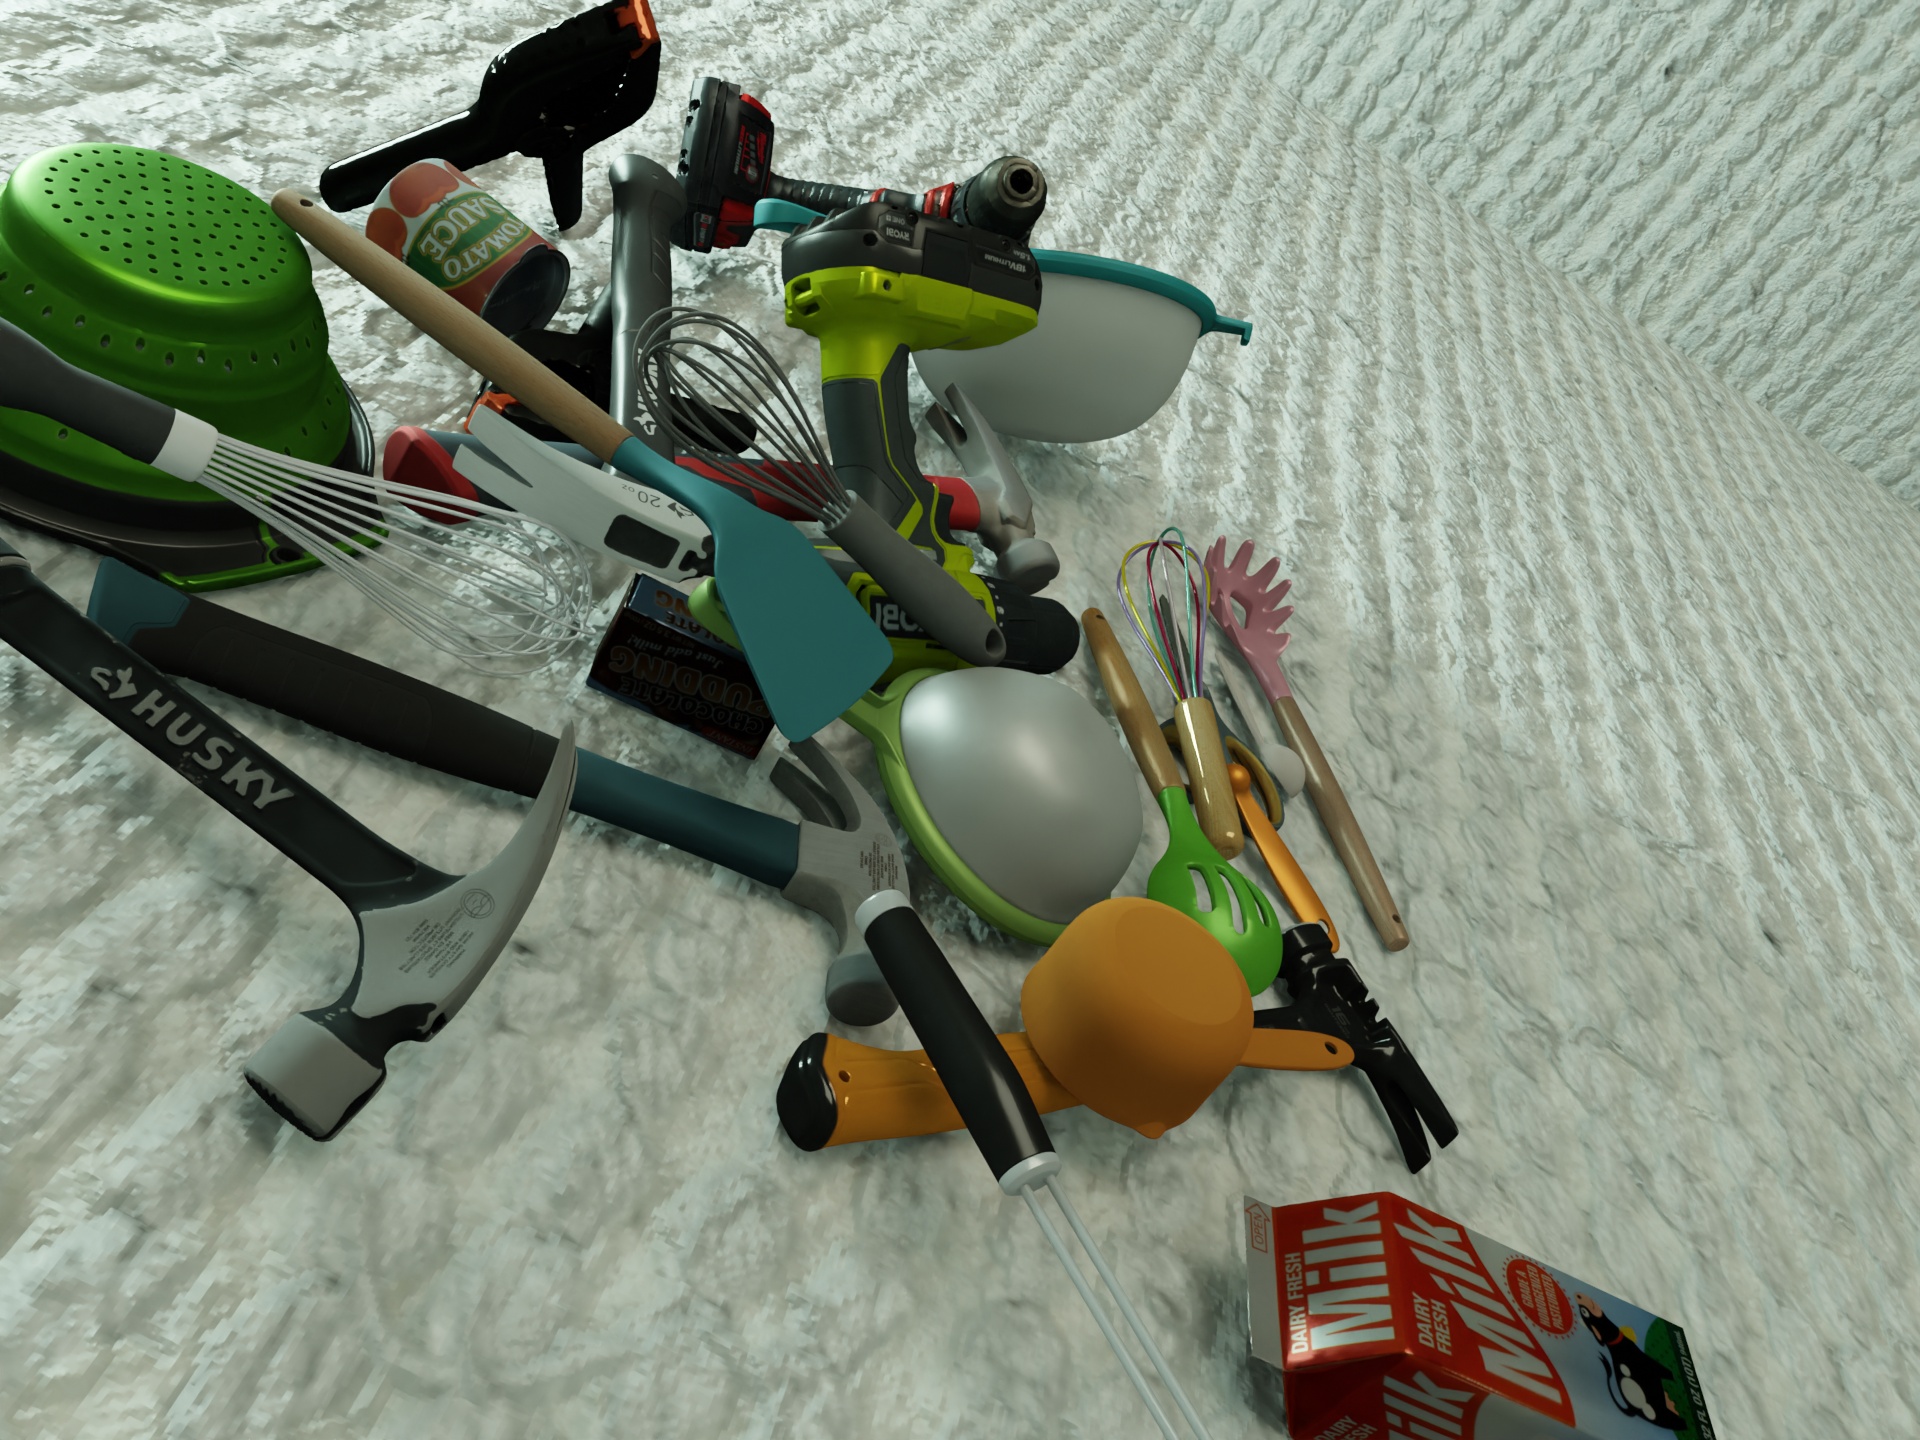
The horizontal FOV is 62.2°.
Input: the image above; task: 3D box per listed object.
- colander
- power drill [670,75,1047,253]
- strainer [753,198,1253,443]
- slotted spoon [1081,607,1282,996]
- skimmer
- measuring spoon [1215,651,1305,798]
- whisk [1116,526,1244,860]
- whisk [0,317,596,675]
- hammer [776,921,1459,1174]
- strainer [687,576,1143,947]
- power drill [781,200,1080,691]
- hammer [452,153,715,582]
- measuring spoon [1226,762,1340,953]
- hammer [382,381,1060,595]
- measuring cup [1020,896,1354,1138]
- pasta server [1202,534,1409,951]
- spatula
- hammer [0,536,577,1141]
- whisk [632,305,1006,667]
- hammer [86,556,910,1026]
[{"bbox_3d":[-0.391,-0.222,0.668,0.397,0.094,0.204,43,34,12],"label":"colander"},{"bbox_3d":[-0.062,-0.327,0.992,0.226,0.080,0.188,10,0,-13],"label":"power drill"},{"bbox_3d":[0.010,-0.235,0.989,0.340,0.095,0.211,4,2,-43],"label":"strainer"},{"bbox_3d":[0.101,0.024,0.826,0.070,0.031,0.314,14,30,-19],"label":"slotted spoon"},{"bbox_3d":[0.042,0.218,0.526,0.127,0.090,0.364,-7,48,-34],"label":"skimmer"},{"bbox_3d":[0.180,-0.003,0.956,0.034,0.018,0.124,46,18,-42],"label":"measuring spoon"},{"bbox_3d":[0.131,-0.023,0.895,0.047,0.051,0.245,21,41,-26],"label":"whisk"},{"bbox_3d":[-0.260,-0.089,0.599,0.284,0.070,0.070,26,32,-38],"label":"whisk"},{"bbox_3d":[0.074,0.149,0.671,0.336,0.034,0.127,3,44,-39],"label":"hammer"},{"bbox_3d":[-0.001,-0.002,0.705,0.256,0.069,0.152,35,33,-30],"label":"strainer"},{"bbox_3d":[-0.015,-0.128,0.809,0.190,0.080,0.228,2,88,-39],"label":"power drill"},{"bbox_3d":[-0.163,-0.193,0.788,0.146,0.035,0.335,18,39,-27],"label":"hammer"},{"bbox_3d":[0.173,0.072,0.853,0.021,0.011,0.117,-15,68,-35],"label":"measuring spoon"},{"bbox_3d":[-0.112,-0.133,0.829,0.386,0.038,0.143,-3,58,-44],"label":"hammer"},{"bbox_3d":[0.110,0.120,0.659,0.173,0.052,0.095,10,39,-29],"label":"measuring cup"},{"bbox_3d":[0.209,0.004,0.964,0.060,0.040,0.317,7,43,-23],"label":"pasta server"},{"bbox_3d":[-0.161,-0.115,0.646,0.317,0.044,0.082,37,41,7],"label":"spatula"},{"bbox_3d":[-0.311,-0.041,0.535,0.409,0.036,0.149,36,62,8],"label":"hammer"},{"bbox_3d":[-0.053,-0.095,0.707,0.238,0.055,0.055,42,25,-36],"label":"whisk"},{"bbox_3d":[-0.171,0.016,0.622,0.330,0.033,0.128,22,36,-18],"label":"hammer"}]
